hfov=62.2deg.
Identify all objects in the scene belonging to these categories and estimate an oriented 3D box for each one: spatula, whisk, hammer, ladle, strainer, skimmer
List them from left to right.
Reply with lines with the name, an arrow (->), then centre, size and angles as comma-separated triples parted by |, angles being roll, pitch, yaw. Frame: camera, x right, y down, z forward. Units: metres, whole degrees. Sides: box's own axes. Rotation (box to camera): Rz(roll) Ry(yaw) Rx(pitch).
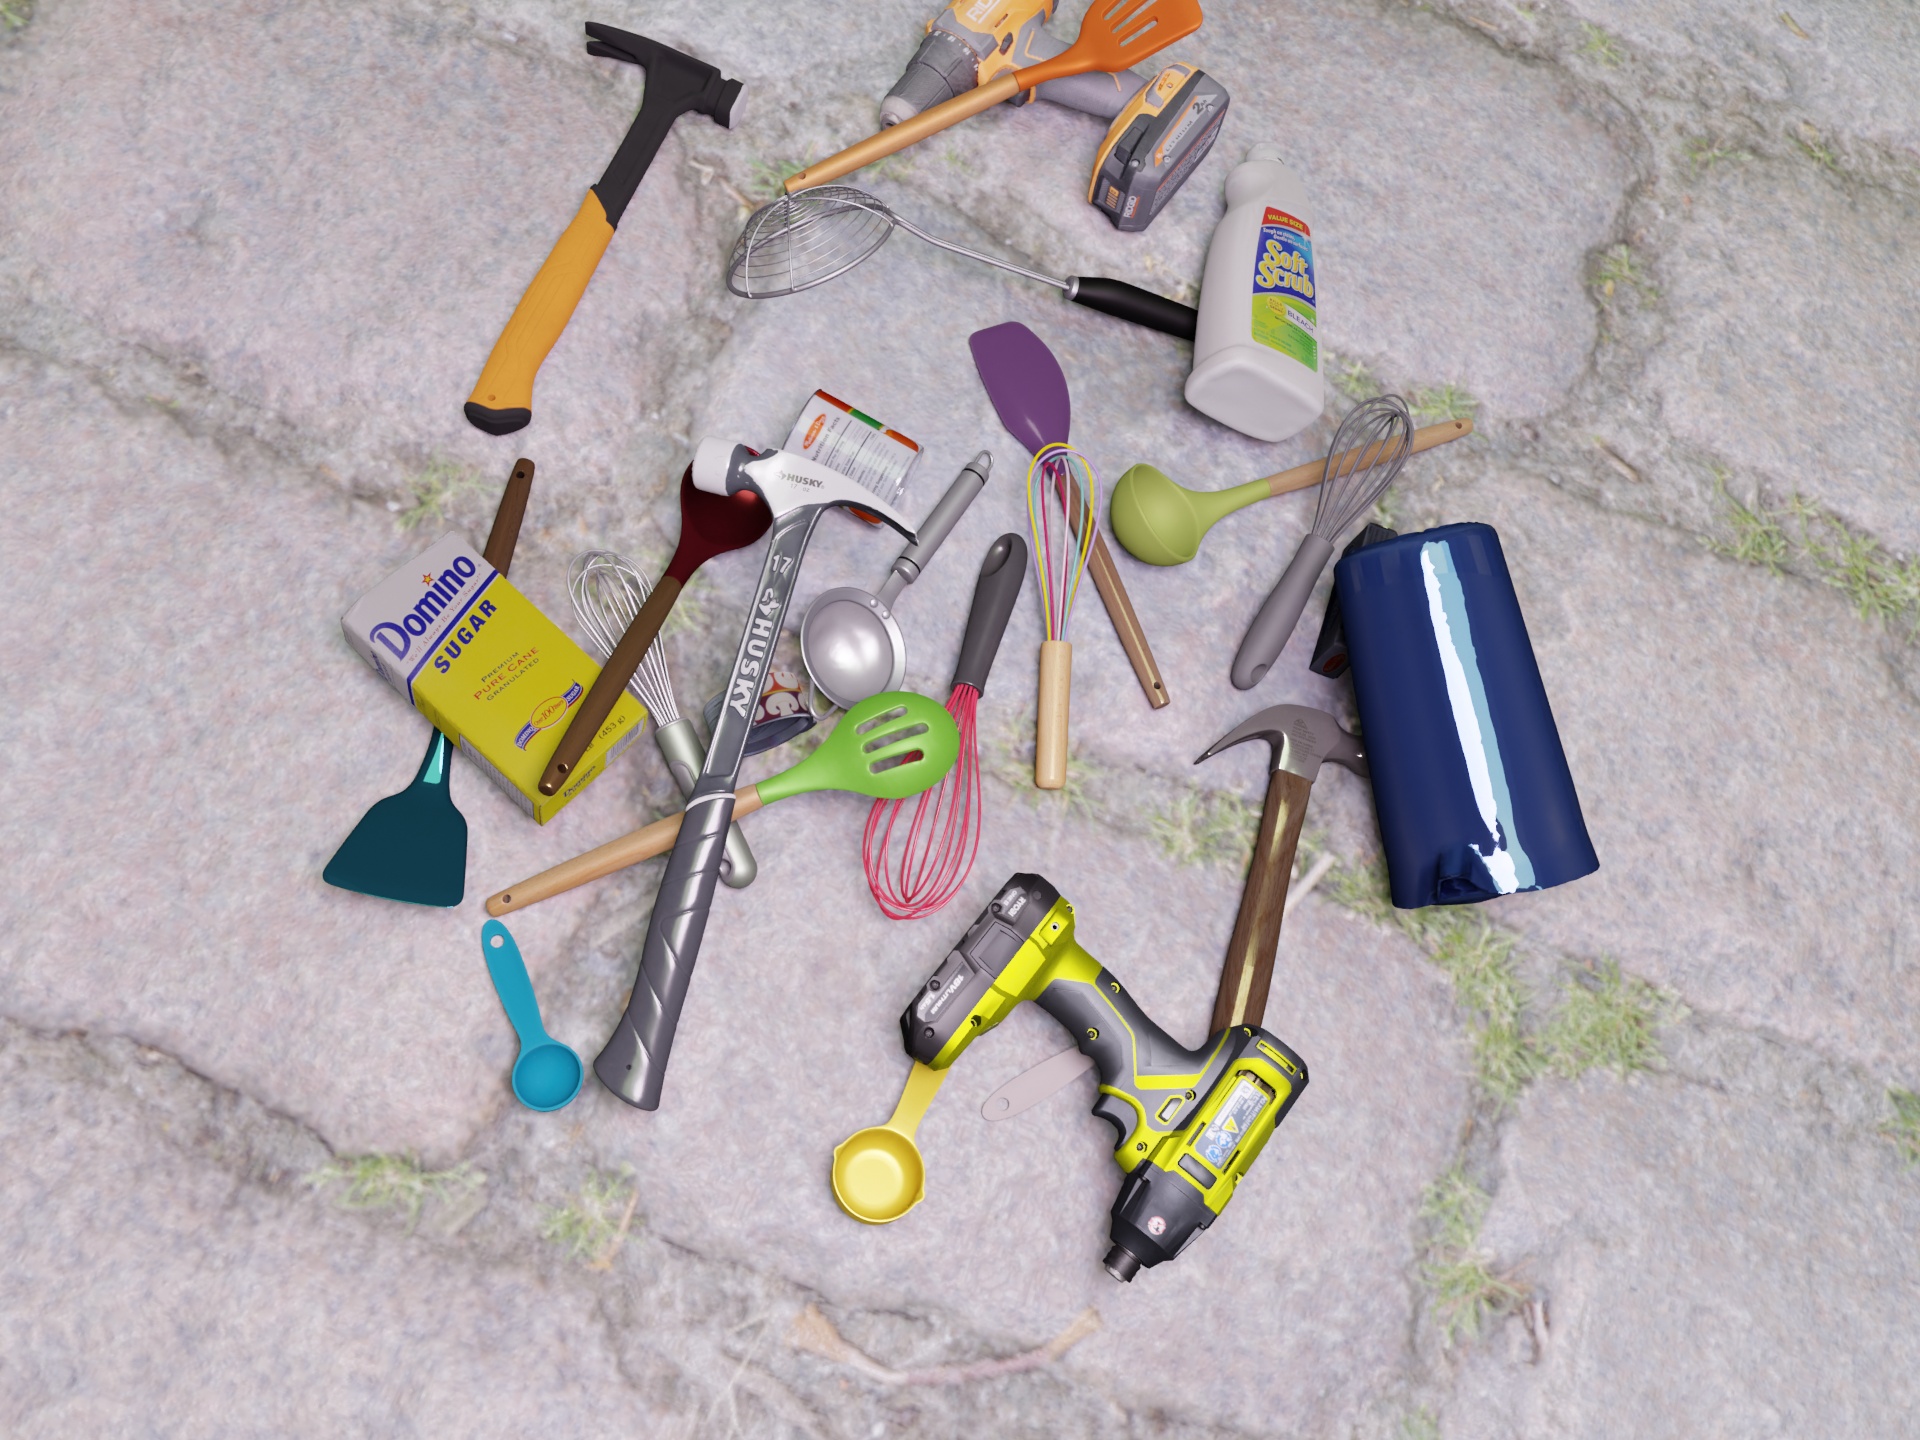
spatula -> -0.319, -0.033, 1.020 | 0.082, 0.044, 0.318 | 13, 69, -7
hammer -> -0.273, -0.350, 1.136 | 0.127, 0.034, 0.337 | 22, 70, -3
ladle -> -0.193, -0.070, 1.011 | 0.069, 0.031, 0.316 | 38, 46, -17
whisk -> -0.191, -0.003, 1.033 | 0.059, 0.058, 0.246 | -18, 79, -46
hammer -> -0.141, 0.032, 0.970 | 0.149, 0.036, 0.409 | 14, 82, 6
strainer -> -0.042, -0.096, 1.093 | 0.086, 0.050, 0.258 | 46, 61, -23
whisk -> -0.002, -0.003, 1.061 | 0.073, 0.073, 0.296 | 19, 64, -4
skimmer -> 0.015, -0.310, 1.170 | 0.363, 0.090, 0.127 | 13, 33, -18
spatula -> 0.017, -0.460, 1.156 | 0.322, 0.041, 0.081 | -26, 76, -1
whisk -> 0.063, -0.074, 1.098 | 0.051, 0.047, 0.245 | -4, 77, 35
spatula -> 0.086, -0.153, 1.146 | 0.060, 0.018, 0.316 | -18, 76, -12
hammer -> 0.196, 0.142, 1.063 | 0.130, 0.031, 0.331 | 19, 70, -4
ladle -> 0.251, -0.182, 1.167 | 0.320, 0.062, 0.078 | -19, 79, -18
whisk -> 0.254, -0.127, 1.131 | 0.055, 0.055, 0.239 | 29, 86, 0

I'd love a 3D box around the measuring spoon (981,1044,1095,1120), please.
measuring spoon -> 0.067, 0.223, 1.026 | 0.124, 0.018, 0.034 | -28, 79, -10

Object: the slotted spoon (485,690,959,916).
slotted spoon -> -0.149, 0.058, 0.996 | 0.314, 0.031, 0.070 | -22, 76, -2

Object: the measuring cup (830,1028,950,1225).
measuring cup -> -0.031, 0.243, 0.998 | 0.062, 0.029, 0.157 | 28, 58, 2

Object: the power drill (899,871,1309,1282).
power drill -> 0.079, 0.215, 0.974 | 0.223, 0.080, 0.171 | 38, 74, 6

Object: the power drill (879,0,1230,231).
power drill -> 0.066, -0.469, 1.214 | 0.226, 0.084, 0.185 | 36, 73, 7

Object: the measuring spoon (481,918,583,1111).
measuring spoon -> -0.267, 0.181, 0.978 | 0.042, 0.021, 0.129 | -21, 68, -15
